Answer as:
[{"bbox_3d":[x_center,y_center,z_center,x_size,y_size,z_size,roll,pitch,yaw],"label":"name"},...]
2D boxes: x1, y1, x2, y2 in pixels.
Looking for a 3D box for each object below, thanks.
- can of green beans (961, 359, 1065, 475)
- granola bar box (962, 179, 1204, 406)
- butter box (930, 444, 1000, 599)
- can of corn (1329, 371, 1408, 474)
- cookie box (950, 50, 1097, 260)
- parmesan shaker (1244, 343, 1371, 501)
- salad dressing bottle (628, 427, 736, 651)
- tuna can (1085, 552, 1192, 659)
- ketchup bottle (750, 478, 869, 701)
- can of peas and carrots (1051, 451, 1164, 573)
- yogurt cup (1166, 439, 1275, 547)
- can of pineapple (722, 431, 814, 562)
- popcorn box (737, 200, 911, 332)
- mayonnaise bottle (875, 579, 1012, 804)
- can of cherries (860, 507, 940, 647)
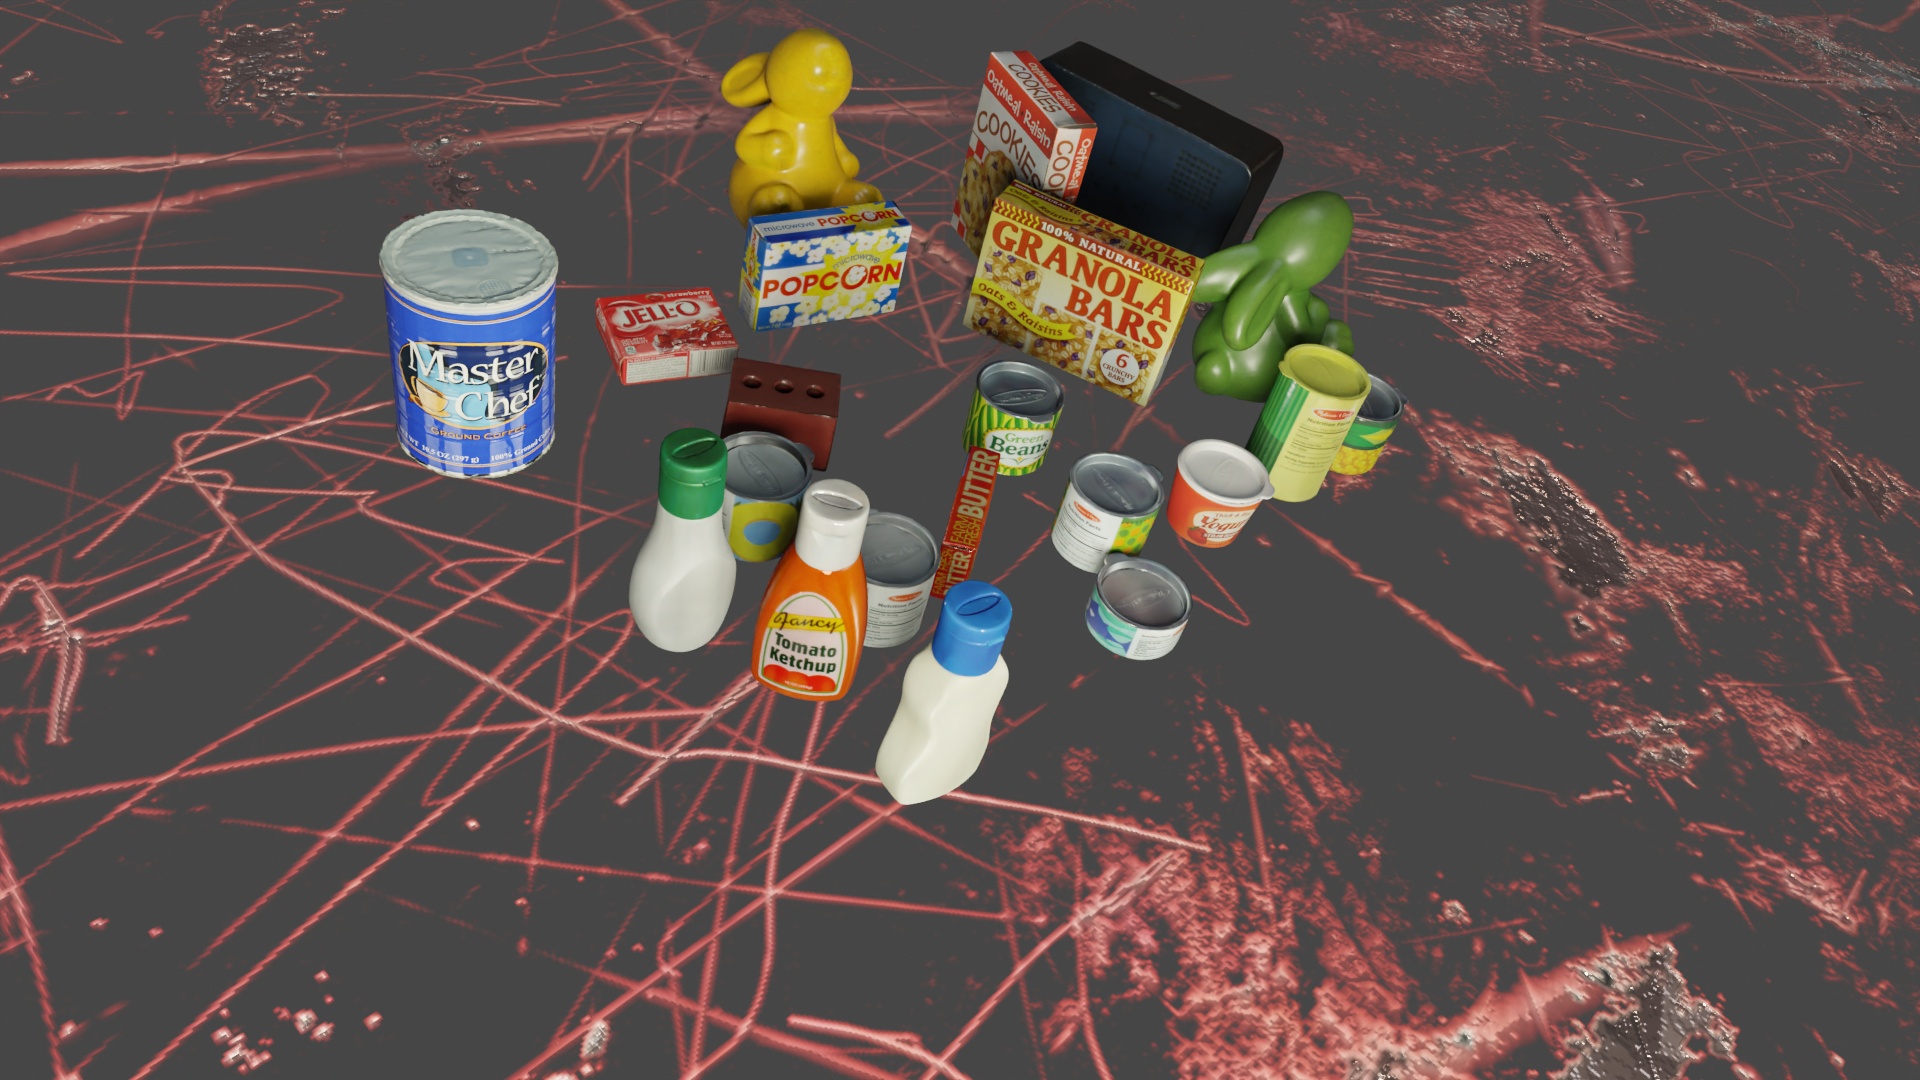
[{"bbox_3d":[0.038,-0.090,1.019,0.071,0.057,0.071,9,43,-8],"label":"can of green beans"},{"bbox_3d":[0.095,-0.194,1.096,0.166,0.123,0.039,26,44,10],"label":"granola bar box"},{"bbox_3d":[0.003,-0.012,0.931,0.024,0.052,0.104,16,43,-1],"label":"butter box"},{"bbox_3d":[0.312,-0.095,1.106,0.071,0.058,0.071,9,43,-8],"label":"can of corn"},{"bbox_3d":[0.050,-0.305,1.165,0.040,0.166,0.123,-11,49,-26],"label":"cookie box"},{"bbox_3d":[0.256,-0.088,1.050,0.071,0.102,0.072,9,43,-8],"label":"parmesan shaker"},{"bbox_3d":[-0.158,0.001,0.801,0.064,0.146,0.044,-25,57,-35],"label":"salad dressing bottle"},{"bbox_3d":[0.116,0.043,0.923,0.071,0.032,0.071,9,43,-8],"label":"tuna can"},{"bbox_3d":[-0.081,0.029,0.794,0.065,0.148,0.044,14,43,-3],"label":"ketchup bottle"},{"bbox_3d":[0.103,-0.020,0.965,0.071,0.058,0.071,9,43,-8],"label":"can of peas and carrots"},{"bbox_3d":[0.183,-0.032,1.006,0.072,0.053,0.073,9,43,-8],"label":"yogurt cup"},{"bbox_3d":[-0.131,-0.028,0.905,0.071,0.057,0.071,9,43,-8],"label":"can of pineapple"},{"bbox_3d":[-0.107,-0.214,1.085,0.127,0.084,0.038,-14,51,-29],"label":"popcorn box"},{"bbox_3d":[-0.005,0.084,0.761,0.065,0.147,0.041,-20,54,-33],"label":"mayonnaise bottle"},{"bbox_3d":[-0.051,0.023,0.875,0.071,0.058,0.072,9,43,-8],"label":"can of cherries"}]
